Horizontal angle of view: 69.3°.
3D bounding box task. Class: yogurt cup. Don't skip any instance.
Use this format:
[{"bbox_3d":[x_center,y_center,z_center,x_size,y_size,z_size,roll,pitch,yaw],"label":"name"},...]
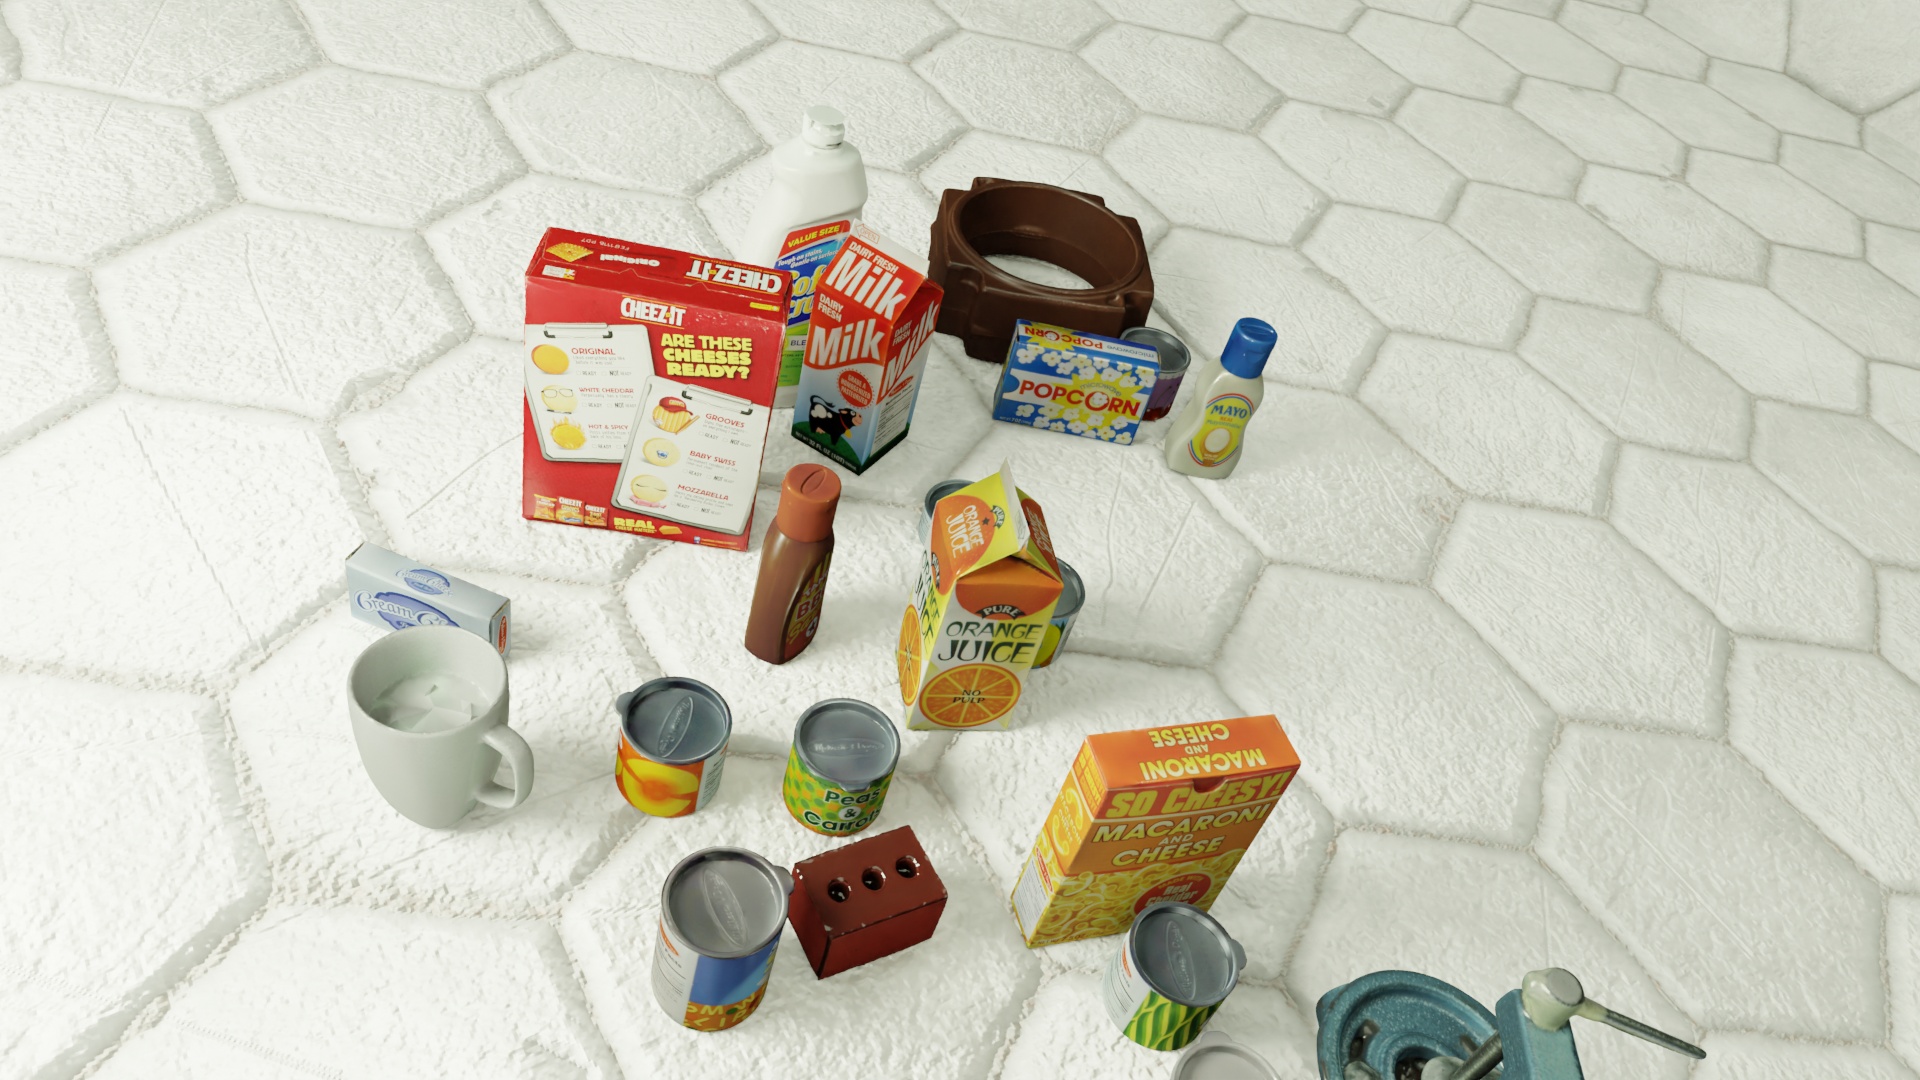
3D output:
[{"bbox_3d":[0.139,0.316,0.757,0.072,0.053,0.073,9,43,-9],"label":"yogurt cup"}]

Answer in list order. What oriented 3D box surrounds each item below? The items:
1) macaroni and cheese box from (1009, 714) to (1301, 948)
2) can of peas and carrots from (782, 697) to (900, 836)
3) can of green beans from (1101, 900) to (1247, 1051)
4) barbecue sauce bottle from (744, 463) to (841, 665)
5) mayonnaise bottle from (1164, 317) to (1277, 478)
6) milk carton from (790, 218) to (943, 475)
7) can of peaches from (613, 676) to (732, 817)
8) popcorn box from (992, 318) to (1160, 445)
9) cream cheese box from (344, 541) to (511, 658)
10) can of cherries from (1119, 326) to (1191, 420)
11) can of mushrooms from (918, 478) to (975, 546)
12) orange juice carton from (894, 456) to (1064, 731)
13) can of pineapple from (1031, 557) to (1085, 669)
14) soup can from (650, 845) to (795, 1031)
[{"bbox_3d":[0.111,0.173,0.813,0.124,0.165,0.040,-3,47,-21],"label":"macaroni and cheese box"},{"bbox_3d":[-0.074,0.143,0.863,0.071,0.058,0.071,9,43,-9],"label":"can of peas and carrots"},{"bbox_3d":[0.121,0.255,0.811,0.071,0.057,0.071,9,43,-9],"label":"can of green beans"},{"bbox_3d":[-0.109,0.014,0.919,0.044,0.147,0.065,27,43,10],"label":"barbecue sauce bottle"},{"bbox_3d":[0.222,-0.118,1.164,0.065,0.147,0.041,8,43,-10],"label":"mayonnaise bottle"},{"bbox_3d":[-0.071,-0.152,1.073,0.072,0.189,0.074,32,44,15],"label":"milk carton"},{"bbox_3d":[-0.178,0.125,0.847,0.071,0.057,0.071,9,43,-9],"label":"can of peaches"},{"bbox_3d":[0.098,-0.134,1.187,0.127,0.084,0.038,10,43,-8],"label":"popcorn box"},{"bbox_3d":[-0.338,0.043,0.884,0.104,0.053,0.024,21,43,4],"label":"cream cheese box"},{"bbox_3d":[0.163,-0.149,1.243,0.071,0.058,0.072,9,43,-9],"label":"can of cherries"},{"bbox_3d":[0.004,-0.013,1.069,0.071,0.033,0.071,9,43,-9],"label":"can of mushrooms"},{"bbox_3d":[0.013,0.038,0.901,0.073,0.191,0.072,3,45,-15],"label":"orange juice carton"},{"bbox_3d":[0.049,0.050,1.000,0.071,0.057,0.071,9,43,-9],"label":"can of pineapple"},{"bbox_3d":[-0.129,0.215,0.751,0.071,0.083,0.072,9,43,-9],"label":"soup can"}]
